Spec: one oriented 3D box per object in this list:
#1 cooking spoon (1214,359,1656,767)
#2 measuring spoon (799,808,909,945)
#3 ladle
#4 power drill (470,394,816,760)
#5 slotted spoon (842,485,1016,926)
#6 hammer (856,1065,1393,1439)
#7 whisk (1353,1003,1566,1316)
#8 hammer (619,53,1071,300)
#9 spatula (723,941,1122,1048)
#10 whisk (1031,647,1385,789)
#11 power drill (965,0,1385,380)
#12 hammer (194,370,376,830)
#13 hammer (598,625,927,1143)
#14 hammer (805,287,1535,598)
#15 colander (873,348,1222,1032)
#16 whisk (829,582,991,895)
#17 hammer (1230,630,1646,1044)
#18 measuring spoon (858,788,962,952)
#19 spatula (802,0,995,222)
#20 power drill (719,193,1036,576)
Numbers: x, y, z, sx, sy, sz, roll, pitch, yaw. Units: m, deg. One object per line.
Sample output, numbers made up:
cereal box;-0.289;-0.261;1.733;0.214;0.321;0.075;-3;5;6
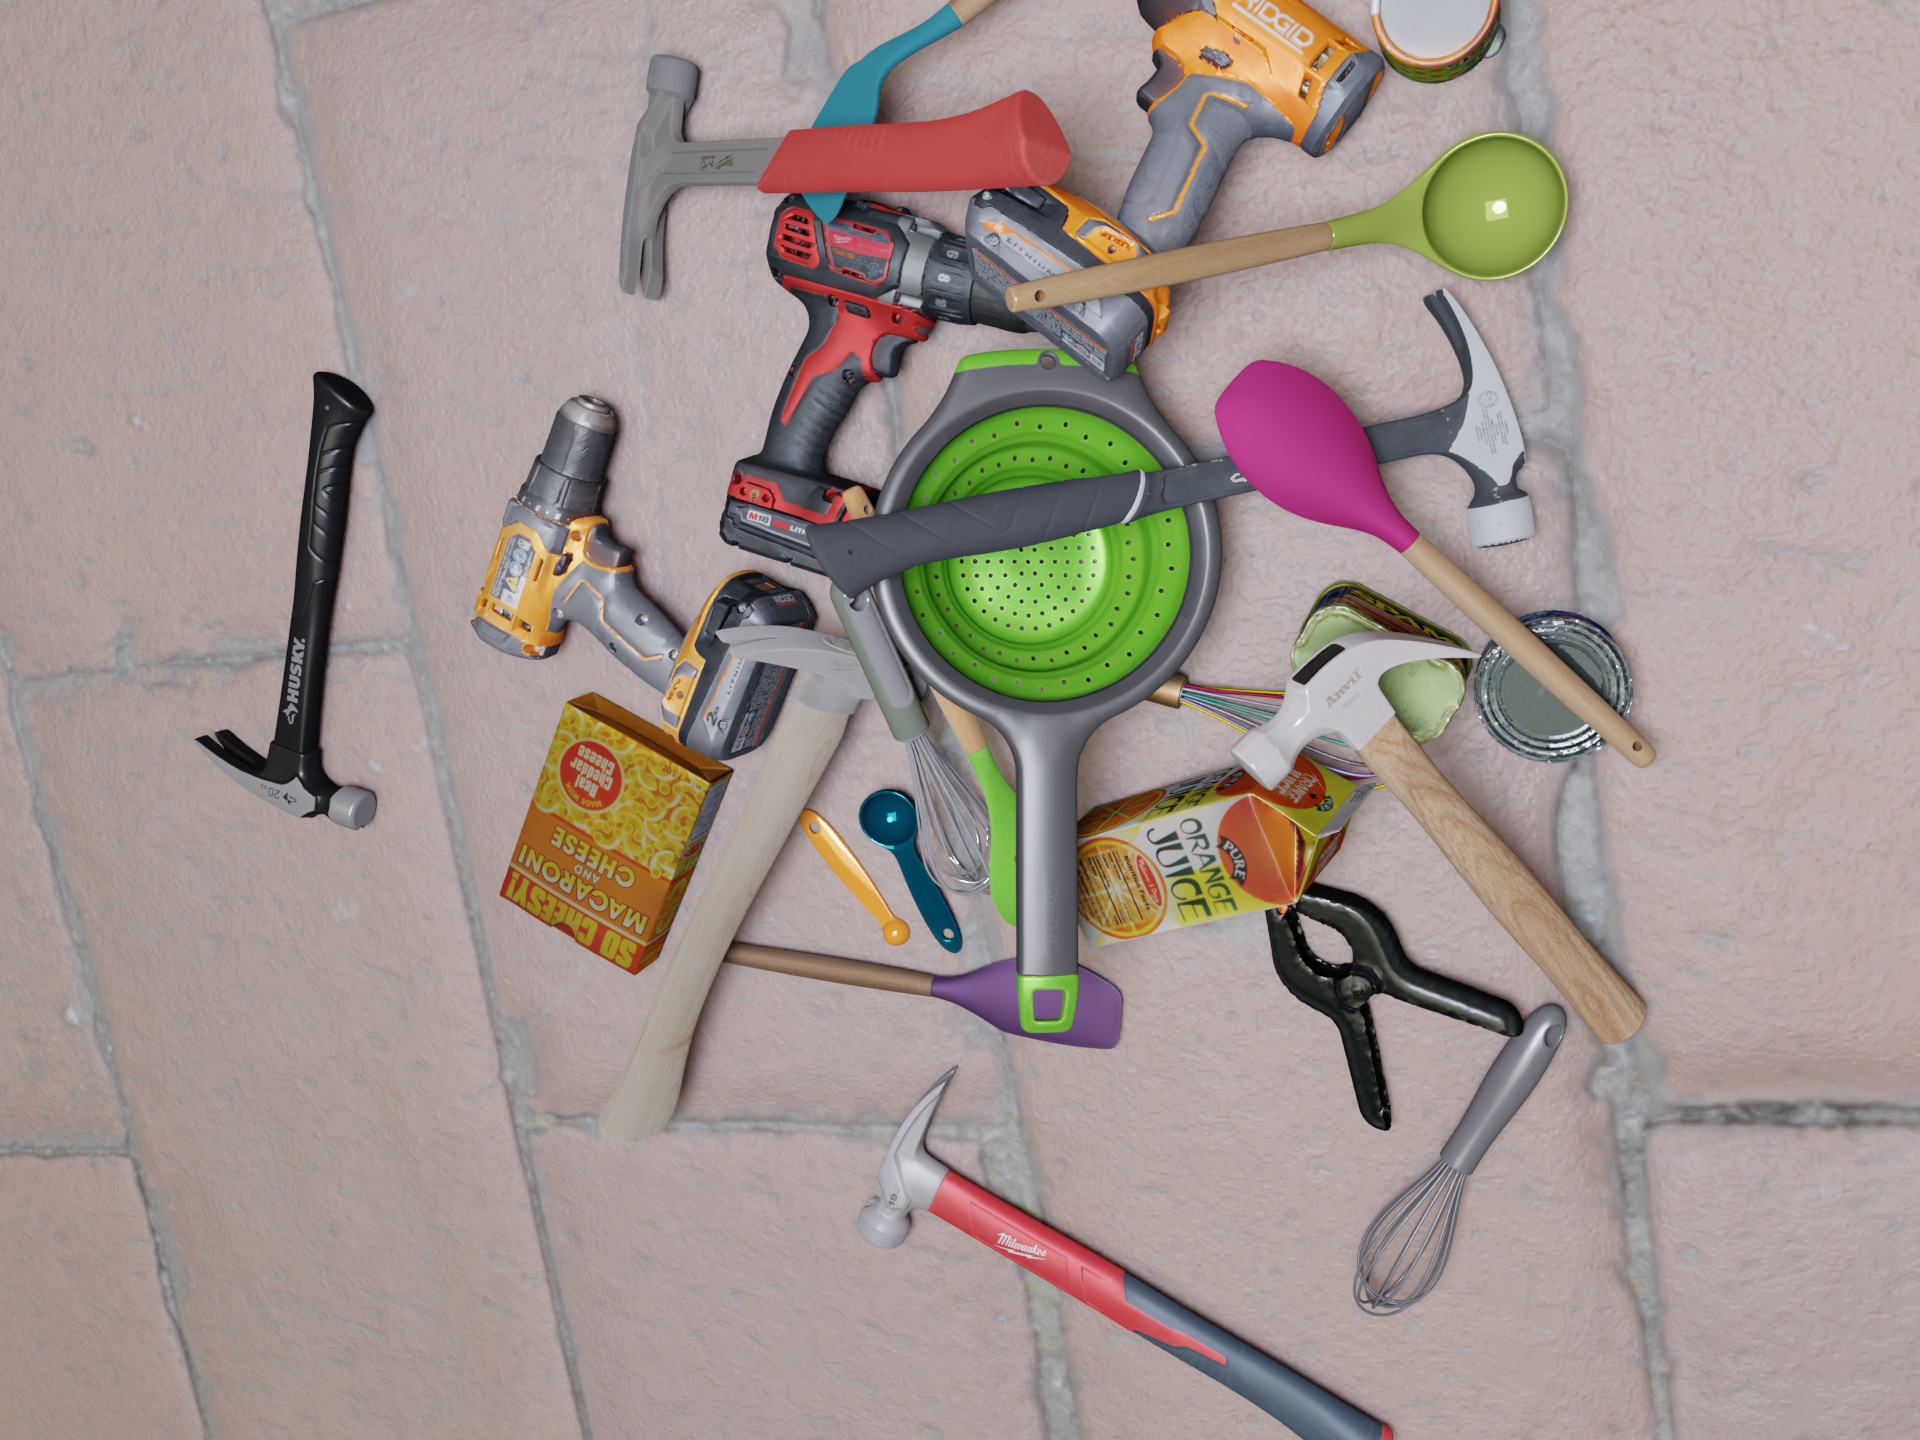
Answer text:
cooking spoon;0.268;-0.082;0.882;0.319;0.017;0.069;41;91;-5
measuring spoon;-0.076;0.110;1.107;0.021;0.011;0.117;-38;89;22
ladle;0.175;-0.248;0.829;0.320;0.062;0.078;-16;112;-18
power drill;-0.213;-0.097;1.071;0.226;0.084;0.185;29;108;15
slotted spoon;-0.002;-0.003;0.995;0.031;0.070;0.313;-2;120;50
hammer;0.121;0.387;1.093;0.386;0.038;0.143;27;108;11
whisk;0.315;0.279;1.000;0.055;0.055;0.239;29;105;10
hammer;-0.082;-0.310;0.908;0.359;0.036;0.149;18;103;44
spatula;-0.043;0.179;1.108;0.316;0.018;0.059;6;101;17
whisk;0.158;-0.008;0.987;0.245;0.051;0.047;16;113;17
power drill;0.102;-0.322;0.882;0.164;0.084;0.226;40;87;7
hammer;-0.487;-0.092;1.184;0.146;0.035;0.334;18;107;13
hammer;-0.167;0.122;1.073;0.038;0.146;0.410;48;119;46
hammer;0.116;-0.135;0.895;0.409;0.036;0.149;-12;95;-4
colander;0.047;-0.017;0.960;0.204;0.094;0.397;0;92;-5
whisk;-0.028;0.014;1.015;0.058;0.059;0.246;-32;118;-17
hammer;0.294;0.075;0.892;0.130;0.031;0.331;-46;114;0
measuring spoon;-0.028;0.101;1.090;0.042;0.021;0.128;-21;104;20
spatula;0.022;-0.417;0.920;0.317;0.044;0.082;-36;46;9
power drill;-0.047;-0.201;0.993;0.188;0.080;0.226;18;105;13
